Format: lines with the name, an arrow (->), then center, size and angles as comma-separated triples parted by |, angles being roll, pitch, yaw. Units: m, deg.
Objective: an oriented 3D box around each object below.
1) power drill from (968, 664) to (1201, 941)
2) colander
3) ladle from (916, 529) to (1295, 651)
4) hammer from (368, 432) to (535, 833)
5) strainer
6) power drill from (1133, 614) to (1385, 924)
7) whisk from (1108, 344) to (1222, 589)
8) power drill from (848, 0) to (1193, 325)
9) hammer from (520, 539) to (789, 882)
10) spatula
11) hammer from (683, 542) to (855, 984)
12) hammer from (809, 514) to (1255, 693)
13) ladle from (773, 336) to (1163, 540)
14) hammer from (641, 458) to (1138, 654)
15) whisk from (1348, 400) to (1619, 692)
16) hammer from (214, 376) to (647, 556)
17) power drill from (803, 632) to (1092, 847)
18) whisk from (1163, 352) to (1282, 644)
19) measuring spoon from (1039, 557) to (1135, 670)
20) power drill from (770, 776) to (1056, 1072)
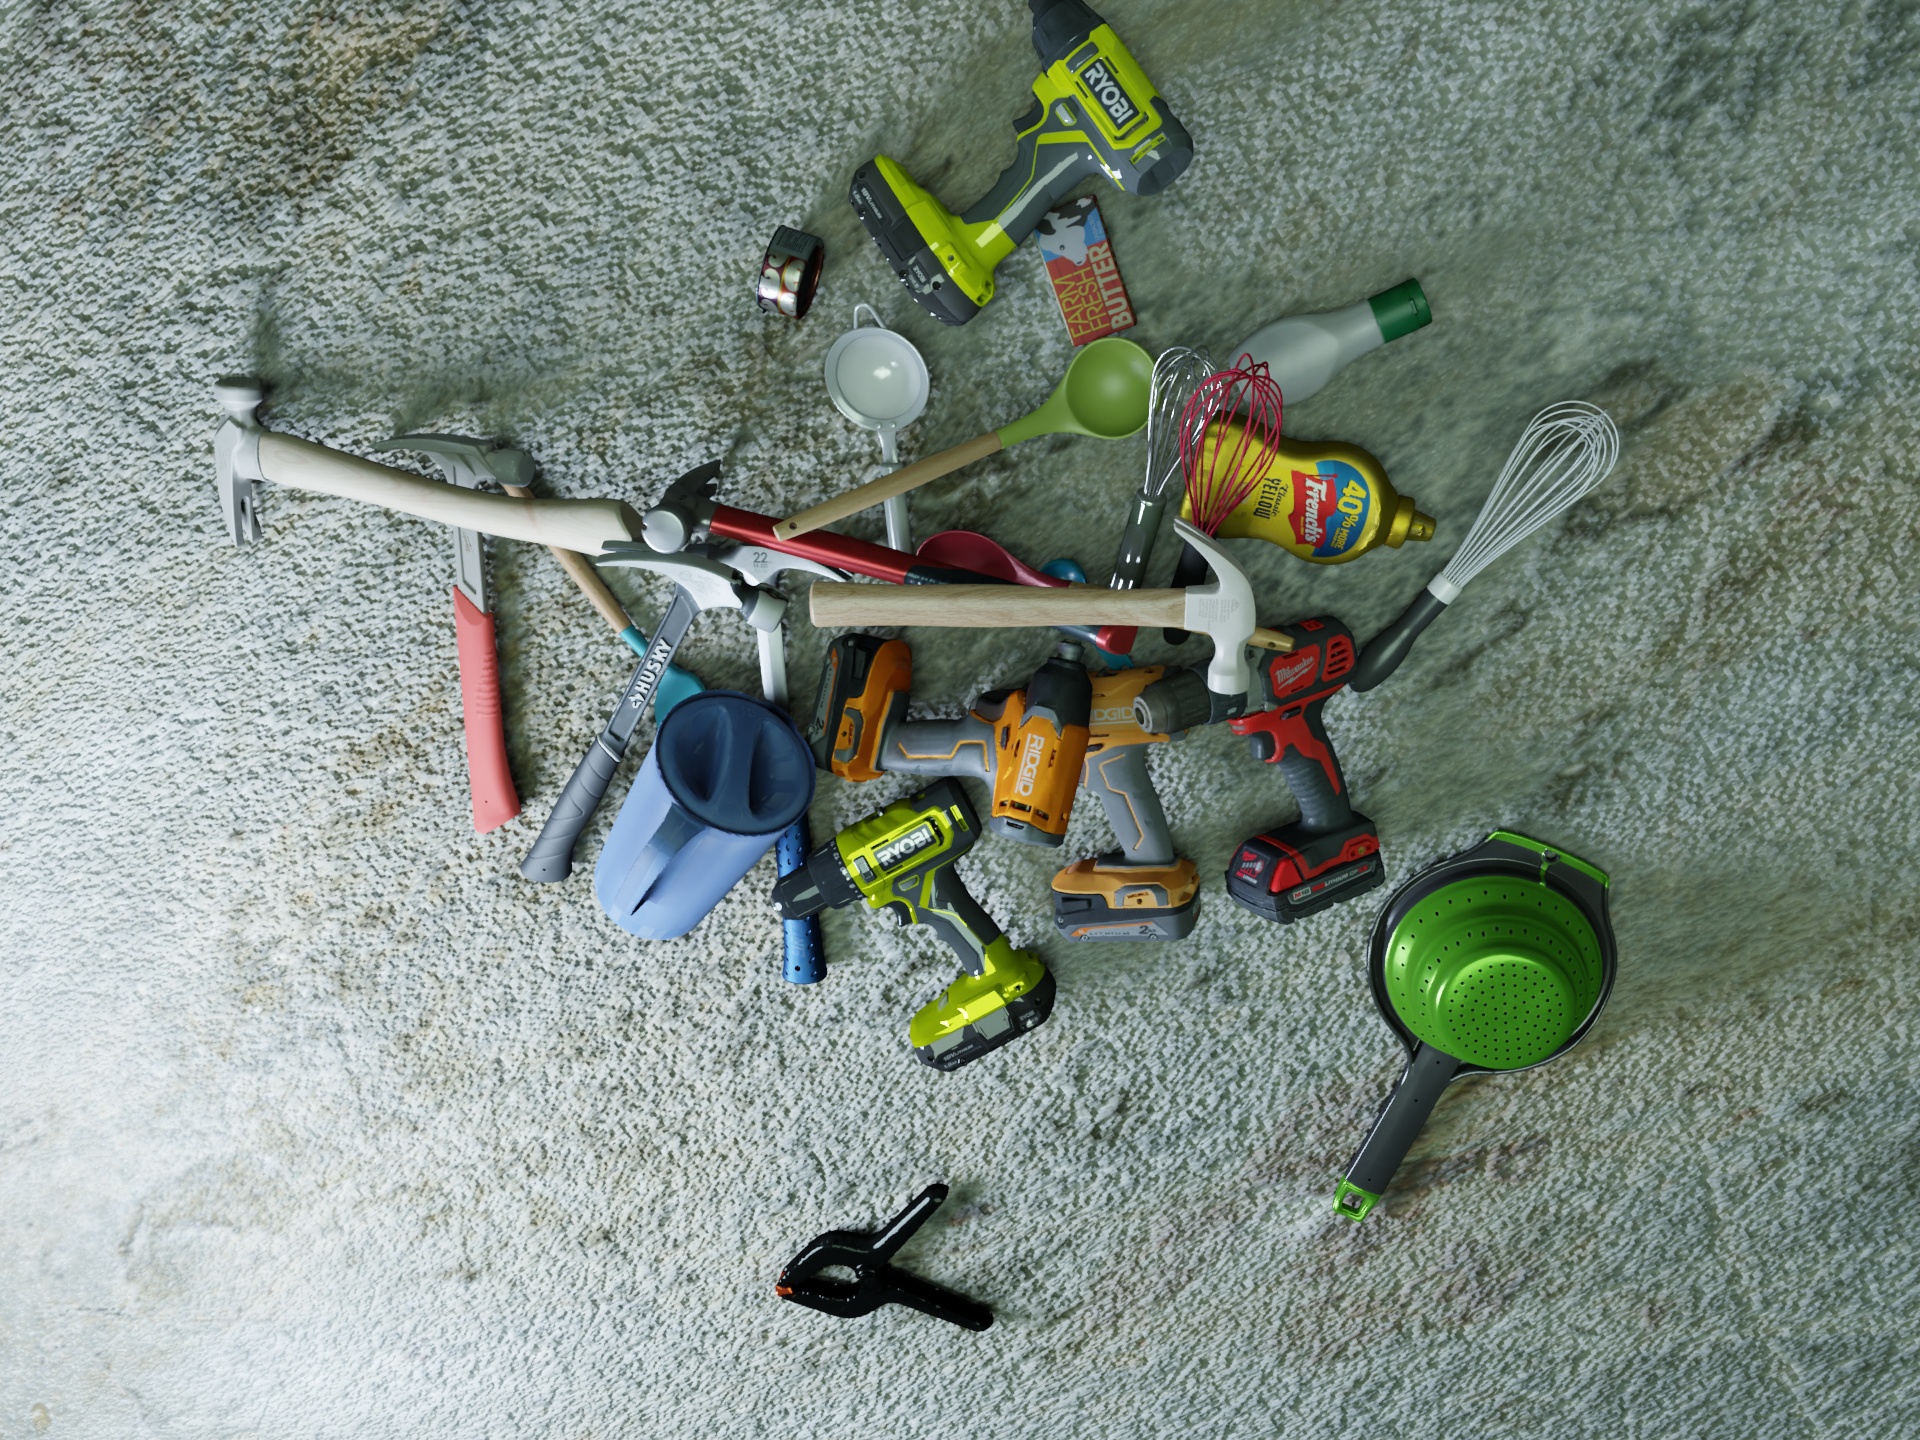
power drill -> 0.107, 0.068, 1.332 | 0.185, 0.084, 0.226 | -3, 104, 19
colander -> 0.414, 0.289, 1.342 | 0.204, 0.094, 0.397 | 23, 111, 2
ladle -> 0.111, -0.098, 1.261 | 0.315, 0.031, 0.069 | 16, 135, 21
hammer -> -0.434, -0.071, 1.400 | 0.149, 0.037, 0.359 | 10, 113, 19
strainer -> -0.057, -0.212, 1.287 | 0.087, 0.050, 0.258 | 2, 115, 17
power drill -> 0.239, 0.043, 1.265 | 0.188, 0.080, 0.226 | -18, 106, -18
whisk -> 0.149, -0.179, 1.225 | 0.058, 0.059, 0.246 | 32, 134, 21
power drill -> 0.036, -0.414, 1.171 | 0.223, 0.080, 0.171 | -35, 78, 16
hammer -> -0.296, 0.008, 1.353 | 0.149, 0.036, 0.408 | 24, 128, -17
spatula -> -0.309, -0.097, 1.369 | 0.082, 0.044, 0.317 | -32, 99, 31
hammer -> -0.149, 0.042, 1.392 | 0.144, 0.035, 0.405 | 0, 109, 11
hammer -> 0.052, -0.087, 1.183 | 0.331, 0.031, 0.130 | 1, 113, 6
ladle -> 0.007, -0.205, 1.207 | 0.320, 0.062, 0.078 | -24, 92, -9
hammer -> -0.046, -0.127, 1.259 | 0.386, 0.143, 0.038 | 16, 117, 4
whisk -> 0.396, -0.127, 1.228 | 0.070, 0.070, 0.284 | 36, 116, -3
hammer -> -0.446, -0.178, 1.325 | 0.411, 0.038, 0.146 | 14, 115, 16
power drill -> -0.002, -0.004, 1.288 | 0.226, 0.084, 0.164 | 16, 94, 24
whisk -> 0.184, -0.154, 1.189 | 0.073, 0.073, 0.295 | 14, 144, 5
measuring spoon -> 0.111, -0.084, 1.314 | 0.042, 0.021, 0.128 | -23, 114, 38
power drill -> -0.037, 0.185, 1.385 | 0.190, 0.080, 0.228 | -29, 101, 4
